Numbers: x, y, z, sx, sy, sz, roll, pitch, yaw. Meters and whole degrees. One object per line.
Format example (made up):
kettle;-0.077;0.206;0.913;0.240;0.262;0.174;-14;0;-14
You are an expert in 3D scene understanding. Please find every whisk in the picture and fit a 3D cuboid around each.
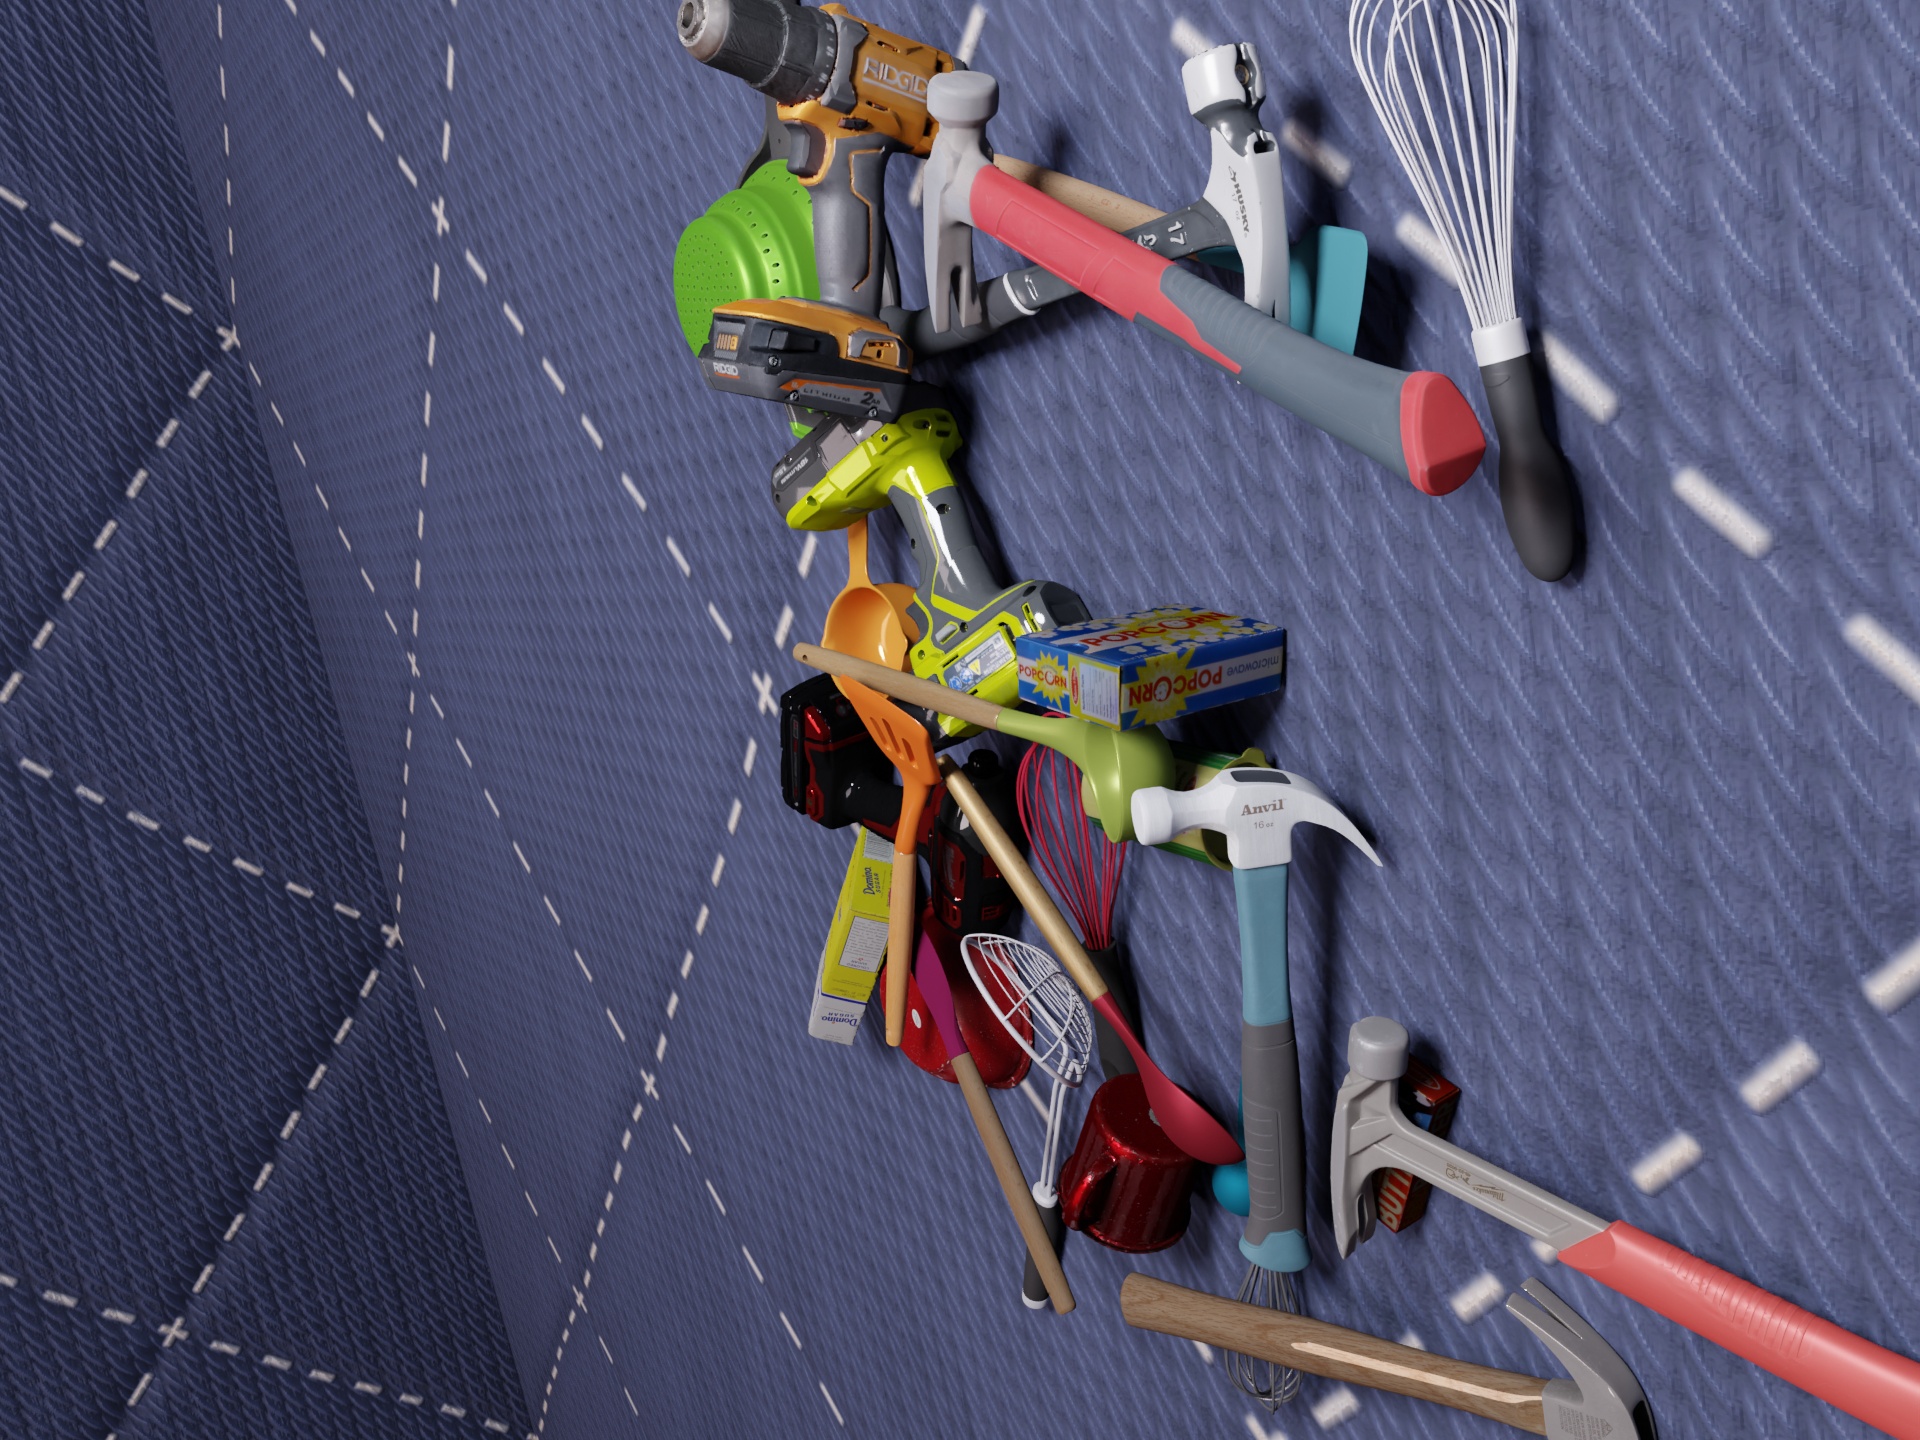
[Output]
whisk;0.088;0.131;1.049;0.073;0.073;0.295;16;125;51
whisk;0.196;0.331;1.003;0.055;0.055;0.239;19;116;50
whisk;0.227;-0.197;0.693;0.070;0.070;0.284;0;109;55

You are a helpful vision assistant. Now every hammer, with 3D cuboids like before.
hammer;0.172;0.178;0.898;0.033;0.128;0.330;-107;9;-66
hammer;0.094;-0.191;0.767;0.387;0.038;0.143;45;146;41
hammer;0.048;-0.242;0.904;0.409;0.036;0.149;4;110;62
hammer;0.231;0.369;0.925;0.331;0.031;0.130;-2;100;43
hammer;0.333;0.272;0.756;0.359;0.036;0.149;21;122;45

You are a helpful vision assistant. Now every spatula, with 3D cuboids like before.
spatula;-0.046;0.109;1.086;0.081;0.041;0.322;32;133;34
spatula;0.105;-0.258;0.844;0.318;0.044;0.082;38;138;41

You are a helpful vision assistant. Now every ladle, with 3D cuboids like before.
ladle;0.075;0.152;1.008;0.315;0.031;0.069;56;165;9
ladle;-0.002;-0.003;0.964;0.320;0.062;0.078;19;122;40

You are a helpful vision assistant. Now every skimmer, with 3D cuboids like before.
skimmer;0.040;0.312;1.171;0.127;0.090;0.363;-122;29;-53

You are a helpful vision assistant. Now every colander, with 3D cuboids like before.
colander;-0.146;-0.380;1.098;0.205;0.094;0.397;20;121;50

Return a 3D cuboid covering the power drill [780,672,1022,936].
power drill;-0.040;0.050;1.176;0.220;0.078;0.143;33;132;39

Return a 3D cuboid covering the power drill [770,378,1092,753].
power drill;-0.029;-0.096;1.051;0.171;0.080;0.223;-36;74;32

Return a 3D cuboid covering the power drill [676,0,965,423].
power drill;-0.093;-0.300;0.929;0.084;0.185;0.226;21;103;47

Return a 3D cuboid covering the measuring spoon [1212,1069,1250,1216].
measuring spoon;0.177;0.266;1.012;0.042;0.021;0.128;30;130;45

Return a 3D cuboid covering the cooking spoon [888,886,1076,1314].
cooking spoon;0.010;0.261;1.121;0.068;0.017;0.319;111;138;-64

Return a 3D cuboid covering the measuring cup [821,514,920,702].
measuring cup;-0.054;-0.098;1.147;0.095;0.052;0.173;0;94;47
